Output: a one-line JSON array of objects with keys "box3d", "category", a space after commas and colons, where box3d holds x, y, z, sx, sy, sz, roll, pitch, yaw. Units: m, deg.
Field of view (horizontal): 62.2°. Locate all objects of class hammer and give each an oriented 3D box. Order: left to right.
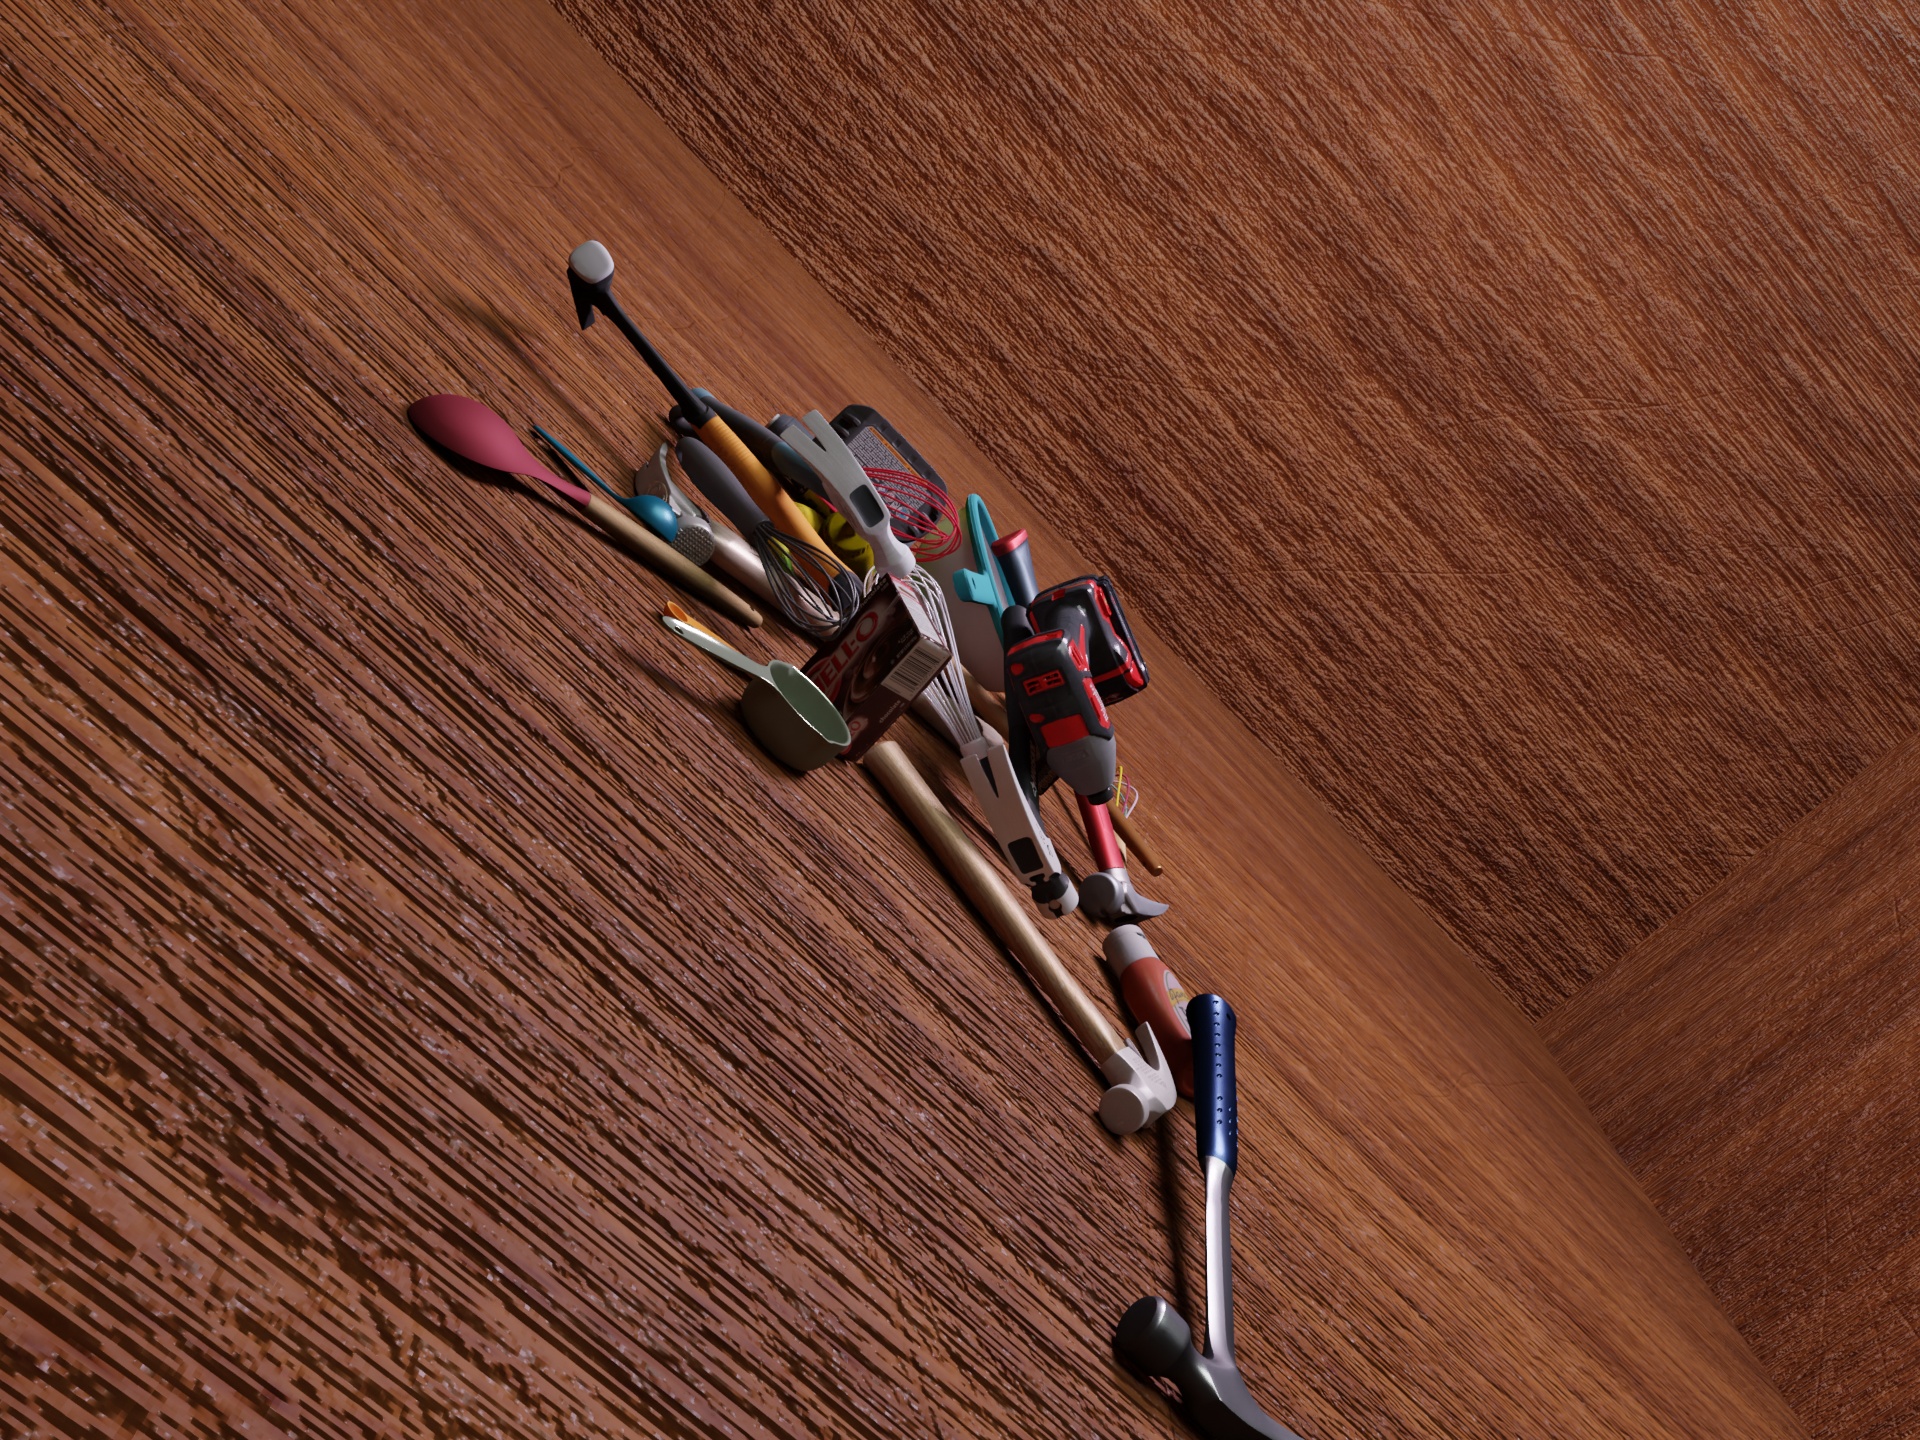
[{"box3d": [-0.193, -0.222, 1.261, 0.337, 0.034, 0.127, 51, -12, 0], "category": "hammer"}, {"box3d": [-0.147, -0.213, 1.280, 0.331, 0.033, 0.128, 37, -19, 51], "category": "hammer"}, {"box3d": [-0.104, -0.079, 1.322, 0.410, 0.038, 0.146, 37, 15, -39], "category": "hammer"}, {"box3d": [0.038, 0.145, 1.128, 0.331, 0.031, 0.130, 51, 14, 18], "category": "hammer"}, {"box3d": [0.048, 0.001, 1.295, 0.335, 0.035, 0.146, -88, 154, -55], "category": "hammer"}, {"box3d": [0.103, 0.002, 1.472, 0.143, 0.038, 0.387, 23, 47, -61], "category": "hammer"}, {"box3d": [0.164, 0.294, 0.996, 0.144, 0.035, 0.406, 46, 19, -9], "category": "hammer"}]

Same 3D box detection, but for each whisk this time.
[{"box3d": [-0.147, -0.141, 1.165, 0.239, 0.055, 0.055, 48, 11, 32], "category": "whisk"}, {"box3d": [-0.131, -0.219, 1.418, 0.296, 0.073, 0.073, 25, 10, 10], "category": "whisk"}, {"box3d": [-0.003, -0.004, 1.297, 0.284, 0.070, 0.070, 64, 13, -2], "category": "whisk"}, {"box3d": [0.154, 0.102, 1.605, 0.051, 0.047, 0.245, 46, 16, -12], "category": "whisk"}]

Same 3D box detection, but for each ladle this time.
[{"box3d": [-0.238, -0.134, 1.079, 0.315, 0.031, 0.069, 35, 16, -48], "category": "ladle"}]

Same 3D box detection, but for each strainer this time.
[{"box3d": [-0.005, -0.110, 1.521, 0.340, 0.095, 0.211, -11, 85, -81], "category": "strainer"}]

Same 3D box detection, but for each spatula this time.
[{"box3d": [0.128, 0.049, 1.602, 0.041, 0.081, 0.323, -9, 38, -23], "category": "spatula"}]

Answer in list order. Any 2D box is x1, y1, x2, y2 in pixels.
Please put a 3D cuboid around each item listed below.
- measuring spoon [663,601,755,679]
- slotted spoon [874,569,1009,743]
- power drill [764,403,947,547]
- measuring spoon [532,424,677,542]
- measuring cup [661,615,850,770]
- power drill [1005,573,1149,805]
[{"box3d": [-0.164, -0.046, 1.094, 0.116, 0.011, 0.021, 41, 14, -42], "category": "measuring spoon"}, {"box3d": [-0.021, -0.061, 1.462, 0.314, 0.031, 0.070, 48, -6, 40], "category": "slotted spoon"}, {"box3d": [-0.109, -0.238, 1.564, 0.190, 0.080, 0.228, 46, -10, -11], "category": "power drill"}, {"box3d": [-0.248, -0.174, 1.126, 0.128, 0.021, 0.042, 40, -4, 2], "category": "measuring spoon"}, {"box3d": [-0.140, -0.018, 1.027, 0.167, 0.038, 0.083, 33, 20, -43], "category": "measuring cup"}, {"box3d": [0.098, -0.028, 1.306, 0.220, 0.078, 0.143, -65, 133, -67], "category": "power drill"}]
